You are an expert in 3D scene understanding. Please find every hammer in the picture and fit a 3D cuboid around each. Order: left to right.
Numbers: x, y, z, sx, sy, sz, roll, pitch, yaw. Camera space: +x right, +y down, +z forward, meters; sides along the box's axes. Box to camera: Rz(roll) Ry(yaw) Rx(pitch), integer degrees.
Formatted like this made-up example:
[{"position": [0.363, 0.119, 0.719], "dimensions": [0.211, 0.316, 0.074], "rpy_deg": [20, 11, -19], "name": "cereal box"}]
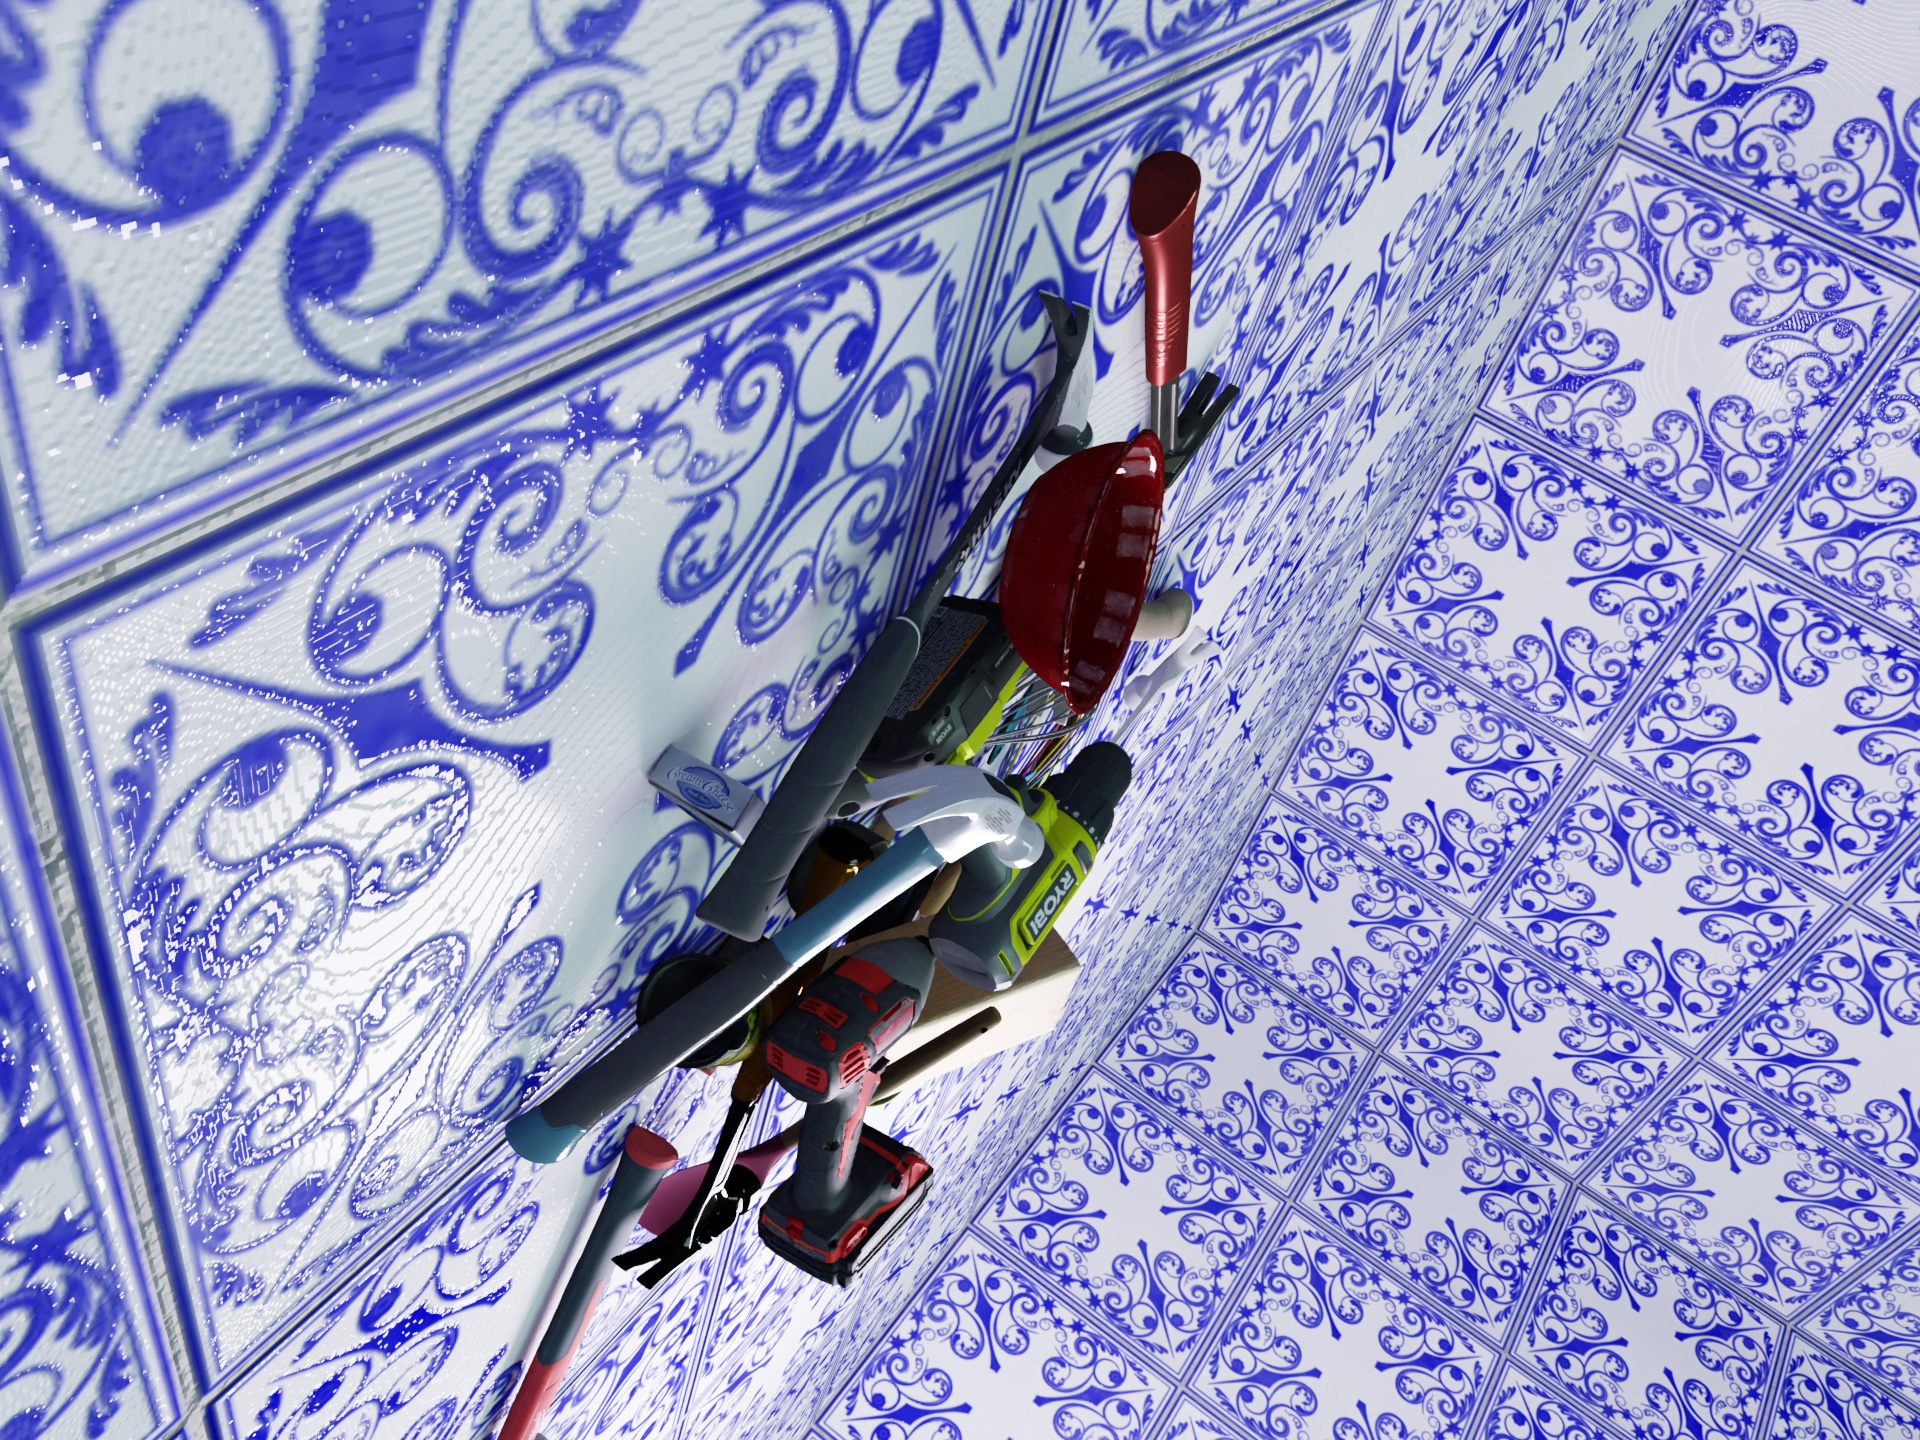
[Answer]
[{"position": [-0.288, 0.439, 1.109], "dimensions": [0.143, 0.038, 0.386], "rpy_deg": [-23, 143, -60], "name": "hammer"}, {"position": [-0.131, 0.216, 1.022], "dimensions": [0.127, 0.034, 0.336], "rpy_deg": [-24, 140, -59], "name": "hammer"}, {"position": [-0.106, 0.136, 0.873], "dimensions": [0.331, 0.033, 0.128], "rpy_deg": [-37, 147, 1], "name": "hammer"}, {"position": [-0.021, -0.057, 0.835], "dimensions": [0.409, 0.036, 0.149], "rpy_deg": [-60, 165, -28], "name": "hammer"}, {"position": [0.110, 0.052, 1.420], "dimensions": [0.405, 0.035, 0.144], "rpy_deg": [-47, -179, -40], "name": "hammer"}, {"position": [0.141, -0.077, 1.345], "dimensions": [0.410, 0.038, 0.146], "rpy_deg": [-7, 115, -72], "name": "hammer"}, {"position": [0.141, -0.253, 1.045], "dimensions": [0.149, 0.037, 0.358], "rpy_deg": [-54, 164, -11], "name": "hammer"}]

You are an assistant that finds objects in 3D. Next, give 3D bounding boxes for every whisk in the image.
[{"position": [0.004, 0.013, 1.062], "dimensions": [0.239, 0.055, 0.055], "rpy_deg": [-25, 149, -30], "name": "whisk"}, {"position": [0.038, 0.071, 1.355], "dimensions": [0.245, 0.051, 0.047], "rpy_deg": [-57, 170, 12], "name": "whisk"}]

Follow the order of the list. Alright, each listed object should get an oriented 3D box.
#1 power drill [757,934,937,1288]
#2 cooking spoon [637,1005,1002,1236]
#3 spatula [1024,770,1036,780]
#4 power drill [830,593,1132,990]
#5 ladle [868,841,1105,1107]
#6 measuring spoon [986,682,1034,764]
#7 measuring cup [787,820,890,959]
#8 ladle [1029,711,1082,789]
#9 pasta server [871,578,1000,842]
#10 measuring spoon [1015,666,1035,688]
[{"position": [-0.067, 0.244, 1.031], "dimensions": [0.143, 0.079, 0.219], "rpy_deg": [-37, 141, -48], "name": "power drill"}, {"position": [-0.103, 0.288, 1.137], "dimensions": [0.319, 0.068, 0.017], "rpy_deg": [-33, -148, 13], "name": "cooking spoon"}, {"position": [-0.040, 0.165, 1.301], "dimensions": [0.317, 0.044, 0.082], "rpy_deg": [-61, 168, 16], "name": "spatula"}, {"position": [0.026, 0.033, 0.997], "dimensions": [0.191, 0.080, 0.228], "rpy_deg": [-52, 135, -27], "name": "power drill"}, {"position": [0.007, 0.212, 1.359], "dimensions": [0.320, 0.078, 0.062], "rpy_deg": [-44, -169, 13], "name": "ladle"}, {"position": [0.063, -0.014, 1.298], "dimensions": [0.128, 0.021, 0.042], "rpy_deg": [-57, 164, -6], "name": "measuring spoon"}, {"position": [-0.101, 0.137, 1.083], "dimensions": [0.083, 0.038, 0.167], "rpy_deg": [-32, 152, -56], "name": "measuring cup"}, {"position": [0.032, 0.125, 1.470], "dimensions": [0.315, 0.031, 0.069], "rpy_deg": [-61, 179, 7], "name": "ladle"}, {"position": [-0.002, -0.004, 1.102], "dimensions": [0.060, 0.040, 0.316], "rpy_deg": [-1, 125, -56], "name": "pasta server"}, {"position": [0.037, -0.032, 1.213], "dimensions": [0.124, 0.018, 0.034], "rpy_deg": [-37, 151, -34], "name": "measuring spoon"}]
